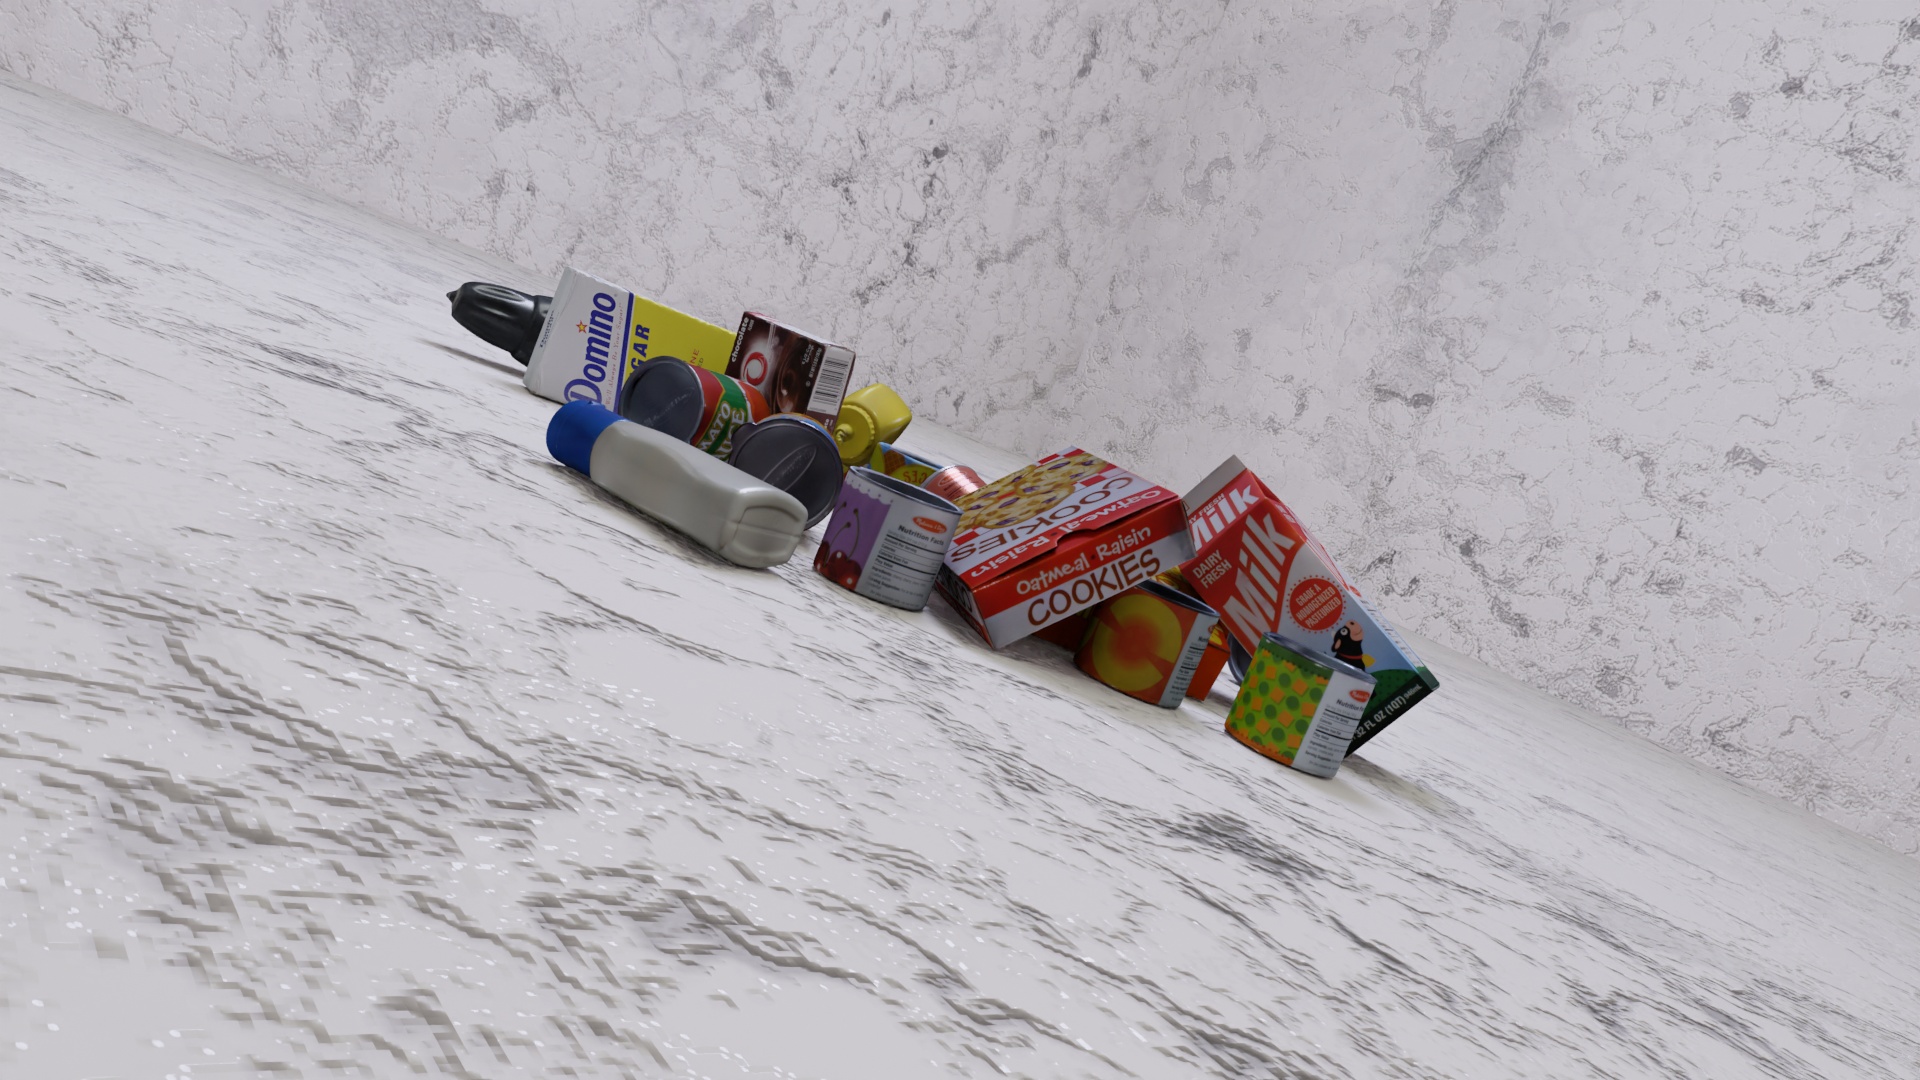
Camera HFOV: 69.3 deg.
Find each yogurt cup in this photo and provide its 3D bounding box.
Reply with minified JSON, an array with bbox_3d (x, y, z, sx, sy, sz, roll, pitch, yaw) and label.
[{"bbox_3d":[0.003,-0.012,0.977,0.054,0.072,0.072,37,13,36],"label":"yogurt cup"}]

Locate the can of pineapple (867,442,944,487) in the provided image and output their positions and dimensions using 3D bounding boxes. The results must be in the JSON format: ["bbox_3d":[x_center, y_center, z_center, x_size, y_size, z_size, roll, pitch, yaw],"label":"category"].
[{"bbox_3d":[-0.041,-0.034,1.018,0.071,0.057,0.071,23,6,-2],"label":"can of pineapple"}]

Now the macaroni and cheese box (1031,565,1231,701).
[{"bbox_3d":[0.098,0.028,0.891,0.124,0.040,0.167,22,20,-8],"label":"macaroni and cheese box"}]

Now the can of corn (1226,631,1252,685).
[{"bbox_3d":[0.232,0.077,0.978,0.058,0.071,0.071,18,7,-42],"label":"can of corn"}]

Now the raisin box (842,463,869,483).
[{"bbox_3d":[-0.056,-0.051,1.203,0.086,0.040,0.123,24,5,9],"label":"raisin box"}]

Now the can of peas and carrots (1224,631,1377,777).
[{"bbox_3d":[0.184,0.089,0.762,0.071,0.058,0.071,22,5,-2],"label":"can of peas and carrots"}]

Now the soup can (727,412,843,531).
[{"bbox_3d":[-0.105,-0.044,0.830,0.071,0.071,0.084,22,5,-8],"label":"soup can"}]

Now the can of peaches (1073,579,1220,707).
[{"bbox_3d":[0.101,0.053,0.776,0.071,0.058,0.071,22,6,-2],"label":"can of peaches"}]

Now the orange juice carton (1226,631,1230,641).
[{"bbox_3d":[0.184,0.035,1.160,0.193,0.073,0.072,24,6,22],"label":"orange juice carton"}]

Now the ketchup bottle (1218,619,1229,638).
[{"bbox_3d":[0.135,0.043,1.051,0.065,0.043,0.149,19,6,-34],"label":"ketchup bottle"}]

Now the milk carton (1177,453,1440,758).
[{"bbox_3d":[0.205,0.038,0.867,0.191,0.072,0.073,53,16,17],"label":"milk carton"}]

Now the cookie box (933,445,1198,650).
[{"bbox_3d":[0.044,-0.002,0.795,0.123,0.040,0.168,-25,18,-9],"label":"cookie box"}]

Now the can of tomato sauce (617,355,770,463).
[{"bbox_3d":[-0.173,-0.080,0.918,0.071,0.071,0.083,25,6,24],"label":"can of tomato sauce"}]

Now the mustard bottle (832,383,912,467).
[{"bbox_3d":[-0.078,-0.087,1.062,0.049,0.065,0.160,46,10,-1],"label":"mustard bottle"}]

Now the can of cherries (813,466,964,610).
[{"bbox_3d":[-0.040,-0.002,0.748,0.071,0.058,0.071,21,6,-2],"label":"can of cherries"}]

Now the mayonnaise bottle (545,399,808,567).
[{"bbox_3d":[-0.149,-0.031,0.700,0.148,0.041,0.065,25,5,31],"label":"mayonnaise bottle"}]
